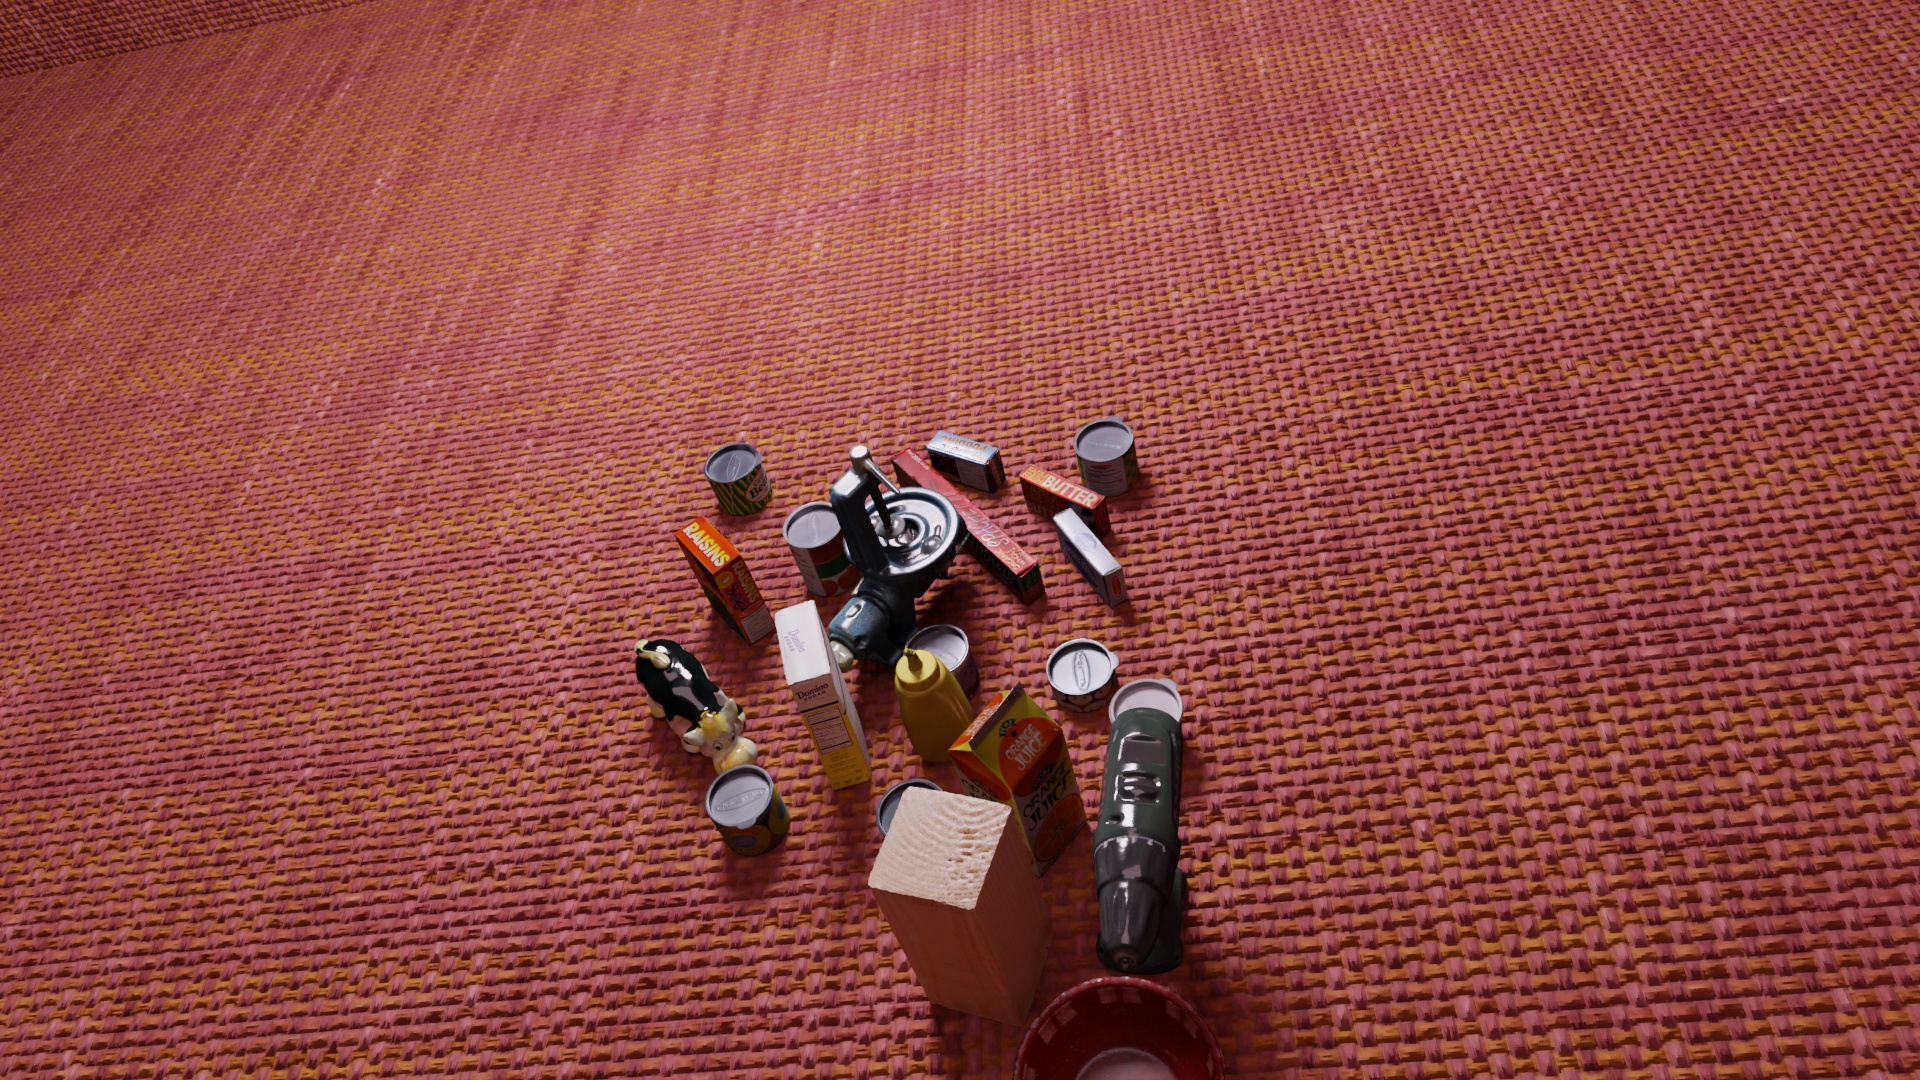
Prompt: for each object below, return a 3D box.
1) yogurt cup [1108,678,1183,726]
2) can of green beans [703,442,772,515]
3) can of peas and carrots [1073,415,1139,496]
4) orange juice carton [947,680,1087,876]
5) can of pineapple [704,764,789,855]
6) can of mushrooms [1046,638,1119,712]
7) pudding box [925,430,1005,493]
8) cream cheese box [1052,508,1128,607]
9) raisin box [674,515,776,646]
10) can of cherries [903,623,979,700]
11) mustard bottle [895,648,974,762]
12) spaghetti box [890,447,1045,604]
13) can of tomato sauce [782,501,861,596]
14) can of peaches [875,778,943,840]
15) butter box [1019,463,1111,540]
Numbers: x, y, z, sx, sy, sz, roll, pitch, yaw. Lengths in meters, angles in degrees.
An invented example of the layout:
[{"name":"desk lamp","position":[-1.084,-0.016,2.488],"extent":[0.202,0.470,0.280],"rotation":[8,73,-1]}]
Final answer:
[{"name":"yogurt cup","position":[0.174,0.170,1.283],"extent":[0.072,0.053,0.073],"rotation":[-8,47,9]},{"name":"can of green beans","position":[-0.259,-0.071,1.624],"extent":[0.071,0.057,0.071],"rotation":[-8,47,9]},{"name":"can of peas and carrots","position":[0.161,-0.092,1.524],"extent":[0.071,0.058,0.071],"rotation":[-8,47,9]},{"name":"orange juice carton","position":[0.047,0.201,1.194],"extent":[0.073,0.191,0.072],"rotation":[27,60,34]},{"name":"can of pineapple","position":[-0.200,0.256,1.306],"extent":[0.071,0.057,0.071],"rotation":[-8,47,9]},{"name":"can of mushrooms","position":[0.121,0.131,1.348],"extent":[0.071,0.033,0.071],"rotation":[-8,47,9]},{"name":"pudding box","position":[0.006,-0.089,1.571],"extent":[0.084,0.049,0.030],"rotation":[18,56,29]},{"name":"cream cheese box","position":[0.134,0.018,1.435],"extent":[0.024,0.053,0.104],"rotation":[-28,47,-10]},{"name":"raisin box","position":[-0.248,0.043,1.470],"extent":[0.040,0.122,0.086],"rotation":[-36,49,-17]},{"name":"can of cherries","position":[-0.020,0.127,1.374],"extent":[0.071,0.058,0.072],"rotation":[-8,47,9]},{"name":"mustard bottle","position":[-0.028,0.145,1.289],"extent":[0.065,0.159,0.049],"rotation":[-15,46,2]},{"name":"spaghetti box","position":[0.005,-0.019,1.507],"extent":[0.029,0.050,0.251],"rotation":[-34,48,-15]},{"name":"can of tomato sauce","position":[-0.146,0.009,1.501],"extent":[0.071,0.082,0.071],"rotation":[-8,47,9]},{"name":"can of peaches","position":[-0.036,0.259,1.257],"extent":[0.071,0.057,0.071],"rotation":[-8,47,9]},{"name":"butter box","position":[0.112,-0.041,1.495],"extent":[0.103,0.053,0.024],"rotation":[27,60,34]}]
